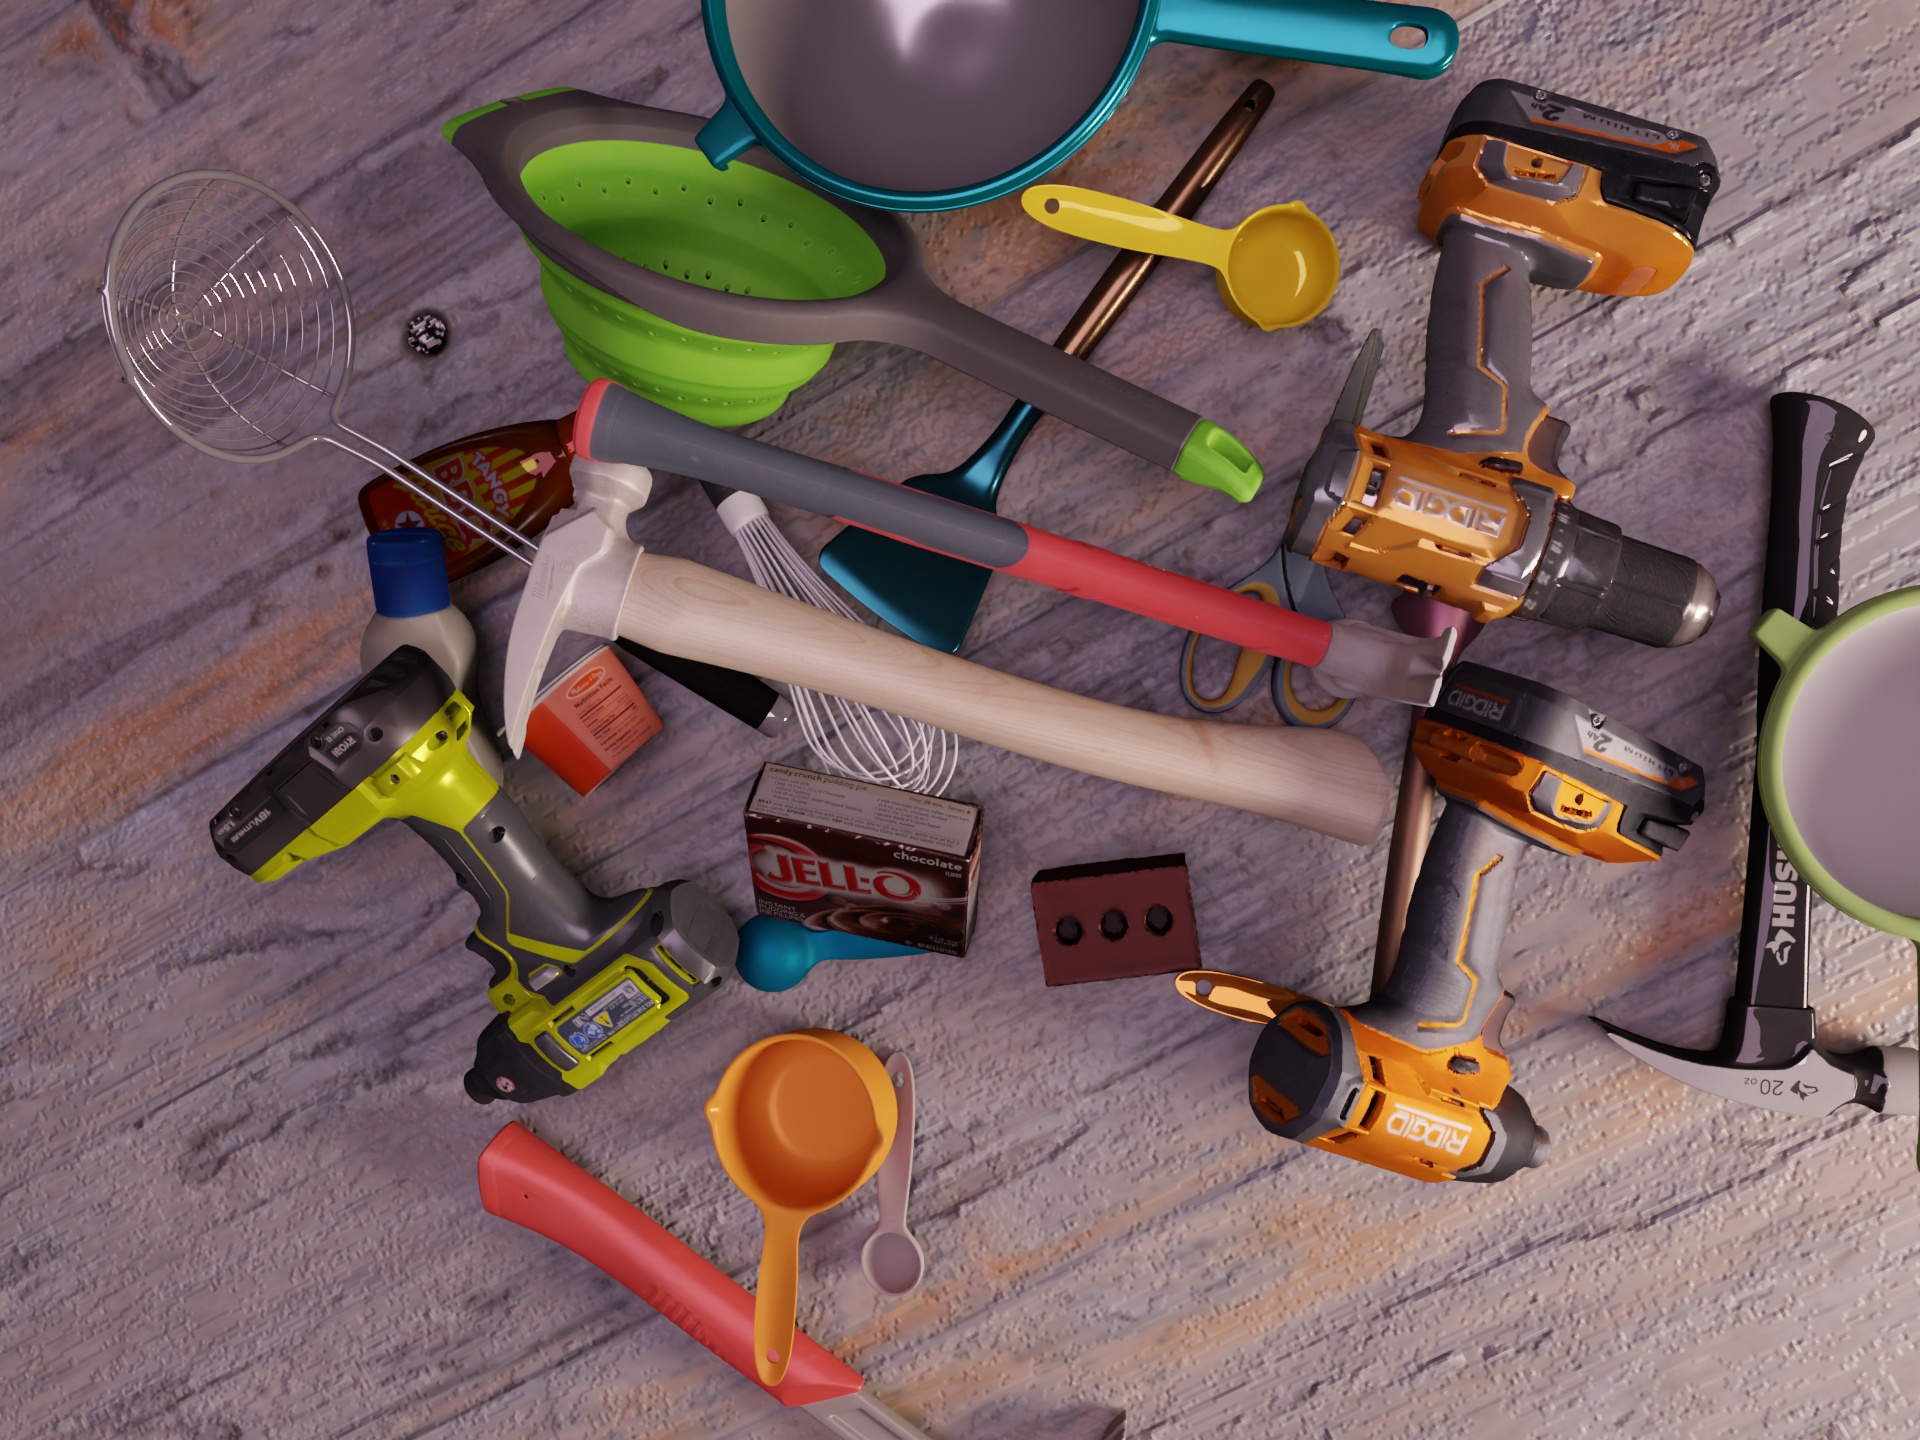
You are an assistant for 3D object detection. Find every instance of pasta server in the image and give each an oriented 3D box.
[{"bbox_3d":[0.220,0.032,0.767,0.060,0.040,0.316,7,95,7],"label":"pasta server"}]

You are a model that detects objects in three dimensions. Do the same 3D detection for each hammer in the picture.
[{"bbox_3d":[0.019,-0.077,0.691,0.386,0.143,0.038,17,93,-2],"label":"hammer"},{"bbox_3d":[-0.001,-0.002,0.739,0.410,0.038,0.146,16,75,-3],"label":"hammer"},{"bbox_3d":[-0.094,0.318,0.823,0.359,0.036,0.149,35,96,4],"label":"hammer"},{"bbox_3d":[0.382,0.016,0.745,0.146,0.035,0.335,3,93,7],"label":"hammer"}]

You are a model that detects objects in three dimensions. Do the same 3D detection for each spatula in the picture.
[{"bbox_3d":[0.055,-0.180,0.776,0.082,0.044,0.317,36,95,0],"label":"spatula"}]

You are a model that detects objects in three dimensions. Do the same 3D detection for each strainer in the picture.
[{"bbox_3d":[0.054,-0.325,0.743,0.340,0.095,0.211,11,95,7],"label":"strainer"},{"bbox_3d":[0.415,0.069,0.691,0.151,0.069,0.256,-2,93,4],"label":"strainer"}]

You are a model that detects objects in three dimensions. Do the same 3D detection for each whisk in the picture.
[{"bbox_3d":[-0.091,-0.078,0.797,0.070,0.070,0.285,-33,83,8],"label":"whisk"}]

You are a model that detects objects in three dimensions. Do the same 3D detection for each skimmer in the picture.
[{"bbox_3d":[-0.223,-0.109,0.749,0.363,0.090,0.127,34,56,-13],"label":"skimmer"}]

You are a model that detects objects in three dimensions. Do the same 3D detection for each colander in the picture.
[{"bbox_3d":[-0.054,-0.167,0.741,0.397,0.204,0.094,27,127,8],"label":"colander"}]

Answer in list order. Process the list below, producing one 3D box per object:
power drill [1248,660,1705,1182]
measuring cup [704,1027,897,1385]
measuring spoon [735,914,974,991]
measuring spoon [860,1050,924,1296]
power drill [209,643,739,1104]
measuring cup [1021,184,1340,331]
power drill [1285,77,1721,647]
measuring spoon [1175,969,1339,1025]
[{"bbox_3d":[0.244,0.105,0.728,0.164,0.084,0.226,23,94,-26],"label":"power drill"},{"bbox_3d":[-0.080,0.241,0.802,0.095,0.052,0.173,6,90,15],"label":"measuring cup"},{"bbox_3d":[-0.057,0.115,0.814,0.128,0.021,0.042,-8,92,9],"label":"measuring spoon"},{"bbox_3d":[-0.031,0.233,0.823,0.034,0.018,0.124,0,86,21],"label":"measuring spoon"},{"bbox_3d":[-0.244,0.089,0.786,0.171,0.080,0.223,-36,107,20],"label":"power drill"},{"bbox_3d":[0.103,-0.227,0.757,0.156,0.029,0.062,13,97,-7],"label":"measuring cup"},{"bbox_3d":[0.266,-0.150,0.710,0.185,0.084,0.226,20,83,6],"label":"power drill"},{"bbox_3d":[0.165,0.144,0.794,0.117,0.011,0.021,13,92,11],"label":"measuring spoon"}]
